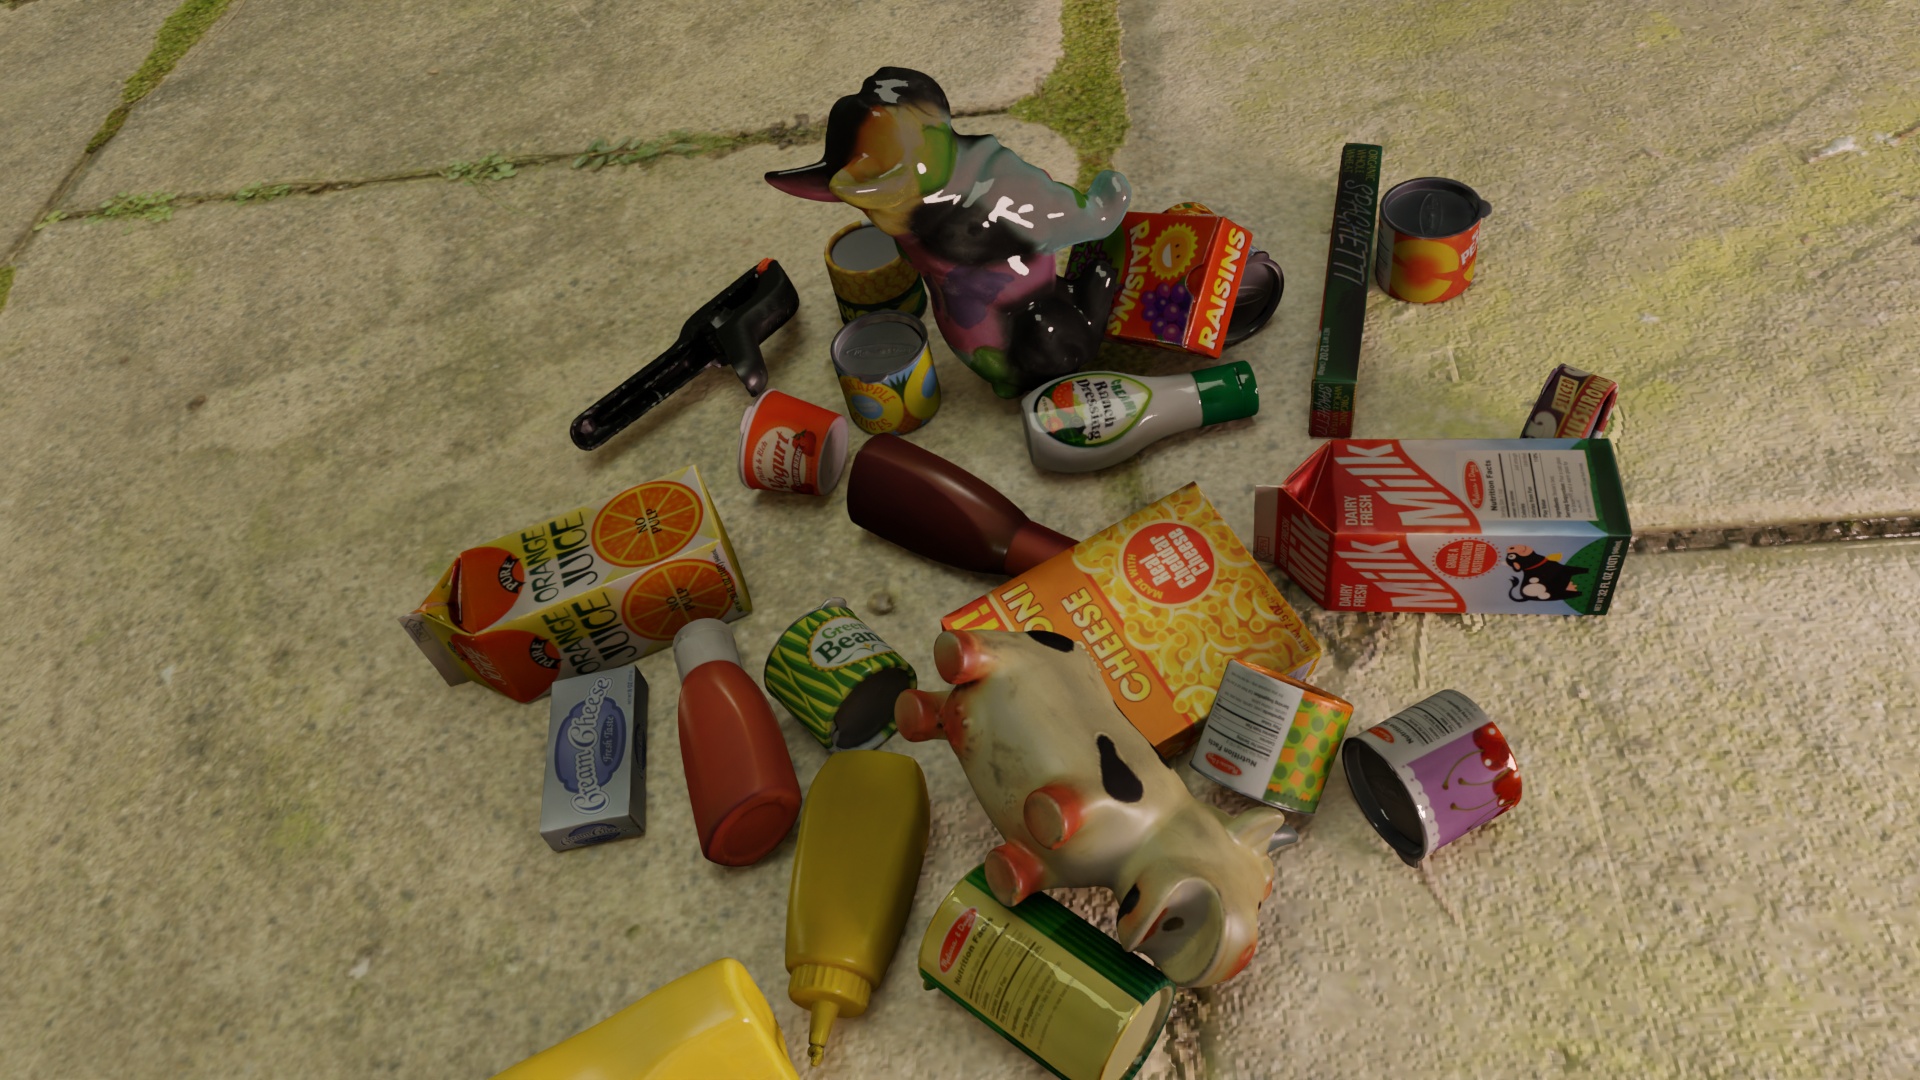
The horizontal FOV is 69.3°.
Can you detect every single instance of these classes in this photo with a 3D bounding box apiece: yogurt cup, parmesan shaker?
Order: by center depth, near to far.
[{"bbox_3d":[0.039,0.207,0.647,0.103,0.071,0.071,28,61,29],"label":"parmesan shaker"},{"bbox_3d":[-0.107,-0.061,0.905,0.054,0.072,0.073,14,54,12],"label":"yogurt cup"}]

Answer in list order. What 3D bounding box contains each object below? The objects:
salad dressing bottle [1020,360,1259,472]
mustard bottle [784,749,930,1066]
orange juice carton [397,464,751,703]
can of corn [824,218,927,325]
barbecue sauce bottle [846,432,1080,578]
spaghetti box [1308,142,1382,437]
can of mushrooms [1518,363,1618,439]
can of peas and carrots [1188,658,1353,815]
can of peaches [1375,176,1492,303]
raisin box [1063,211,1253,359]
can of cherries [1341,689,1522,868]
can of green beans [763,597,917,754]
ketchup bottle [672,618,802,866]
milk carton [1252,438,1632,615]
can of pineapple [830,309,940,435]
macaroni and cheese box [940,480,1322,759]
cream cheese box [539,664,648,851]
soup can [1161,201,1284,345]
[{"bbox_3d":[0.114,-0.083,0.889,0.148,0.043,0.064,-12,65,-1],"label":"salad dressing bottle"},{"bbox_3d":[-0.057,0.183,0.695,0.065,0.048,0.161,2,51,14],"label":"mustard bottle"},{"bbox_3d":[-0.233,0.033,0.844,0.193,0.071,0.073,-22,49,-7],"label":"orange juice carton"},{"bbox_3d":[-0.062,-0.190,1.008,0.071,0.058,0.071,-6,49,7],"label":"can of corn"},{"bbox_3d":[0.003,-0.011,0.842,0.149,0.064,0.044,25,41,19],"label":"barbecue sauce bottle"},{"bbox_3d":[0.260,-0.175,0.934,0.029,0.050,0.251,6,52,15],"label":"spaghetti box"},{"bbox_3d":[0.354,-0.069,0.810,0.033,0.070,0.071,28,61,29],"label":"can of mushrooms"},{"bbox_3d":[0.157,0.098,0.696,0.071,0.071,0.058,22,94,27],"label":"can of peas and carrots"},{"bbox_3d":[0.319,-0.203,0.940,0.071,0.057,0.071,-6,49,6],"label":"can of peaches"},{"bbox_3d":[0.124,-0.171,0.915,0.123,0.040,0.086,19,94,47],"label":"raisin box"},{"bbox_3d":[0.232,0.117,0.684,0.058,0.071,0.072,-25,50,-11],"label":"can of cherries"},{"bbox_3d":[-0.066,0.079,0.775,0.071,0.071,0.058,-38,53,-20],"label":"can of green beans"},{"bbox_3d":[-0.131,0.105,0.774,0.064,0.043,0.149,-52,40,22],"label":"ketchup bottle"},{"bbox_3d":[0.261,-0.008,0.778,0.190,0.072,0.074,1,50,11],"label":"milk carton"},{"bbox_3d":[-0.050,-0.112,0.939,0.071,0.057,0.071,-6,49,7],"label":"can of pineapple"},{"bbox_3d":[0.091,0.059,0.761,0.167,0.040,0.124,-28,64,-11],"label":"macaroni and cheese box"},{"bbox_3d":[-0.208,0.123,0.794,0.053,0.024,0.104,-13,49,3],"label":"cream cheese box"},{"bbox_3d":[0.170,-0.186,0.948,0.071,0.071,0.084,-27,50,-11],"label":"soup can"}]
